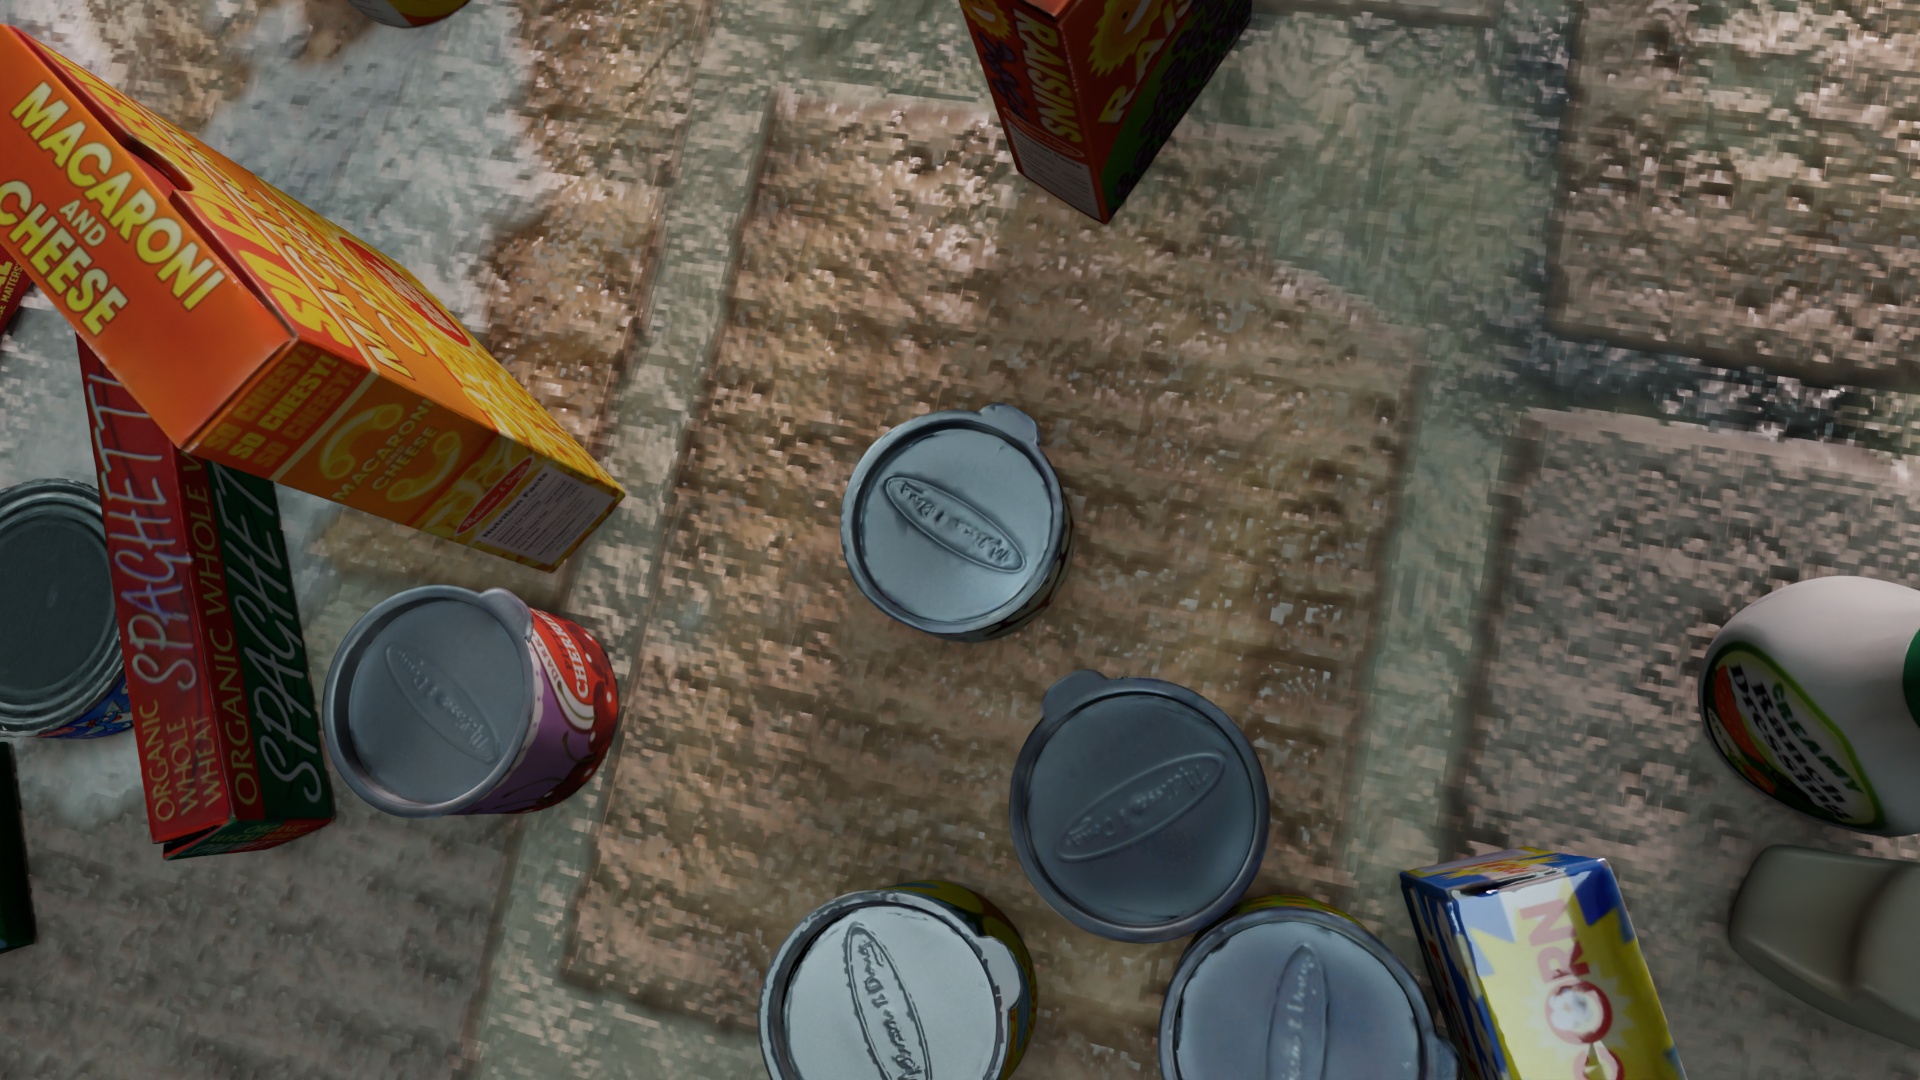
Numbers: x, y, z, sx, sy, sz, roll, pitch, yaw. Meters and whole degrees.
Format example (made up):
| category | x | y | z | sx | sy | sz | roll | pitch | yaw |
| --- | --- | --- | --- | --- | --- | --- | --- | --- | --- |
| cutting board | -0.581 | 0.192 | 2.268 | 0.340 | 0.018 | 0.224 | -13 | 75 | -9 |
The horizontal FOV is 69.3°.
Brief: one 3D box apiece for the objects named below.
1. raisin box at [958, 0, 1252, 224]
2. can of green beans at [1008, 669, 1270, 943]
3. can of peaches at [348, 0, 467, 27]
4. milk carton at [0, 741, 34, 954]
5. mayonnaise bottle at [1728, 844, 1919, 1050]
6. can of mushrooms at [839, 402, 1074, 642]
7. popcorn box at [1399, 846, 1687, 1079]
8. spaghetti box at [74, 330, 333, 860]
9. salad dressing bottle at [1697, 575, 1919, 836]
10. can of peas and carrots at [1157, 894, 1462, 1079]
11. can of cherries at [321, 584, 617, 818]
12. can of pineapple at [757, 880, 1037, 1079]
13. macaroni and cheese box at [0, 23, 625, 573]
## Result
| category | x | y | z | sx | sy | sz | roll | pitch | yaw |
| --- | --- | --- | --- | --- | --- | --- | --- | --- | --- |
| raisin box | 0.045 | -0.154 | 0.390 | 0.040 | 0.123 | 0.086 | 35 | 88 | 15 |
| can of green beans | 0.050 | 0.073 | 0.378 | 0.071 | 0.057 | 0.071 | -2 | 79 | 11 |
| can of peaches | -0.203 | -0.225 | 0.486 | 0.071 | 0.058 | 0.071 | -2 | 79 | 11 |
| milk carton | -0.370 | 0.096 | 0.385 | 0.072 | 0.190 | 0.073 | -19 | 76 | 7 |
| mayonnaise bottle | 0.219 | 0.092 | 0.294 | 0.065 | 0.148 | 0.041 | 24 | 85 | 14 |
| can of mushrooms | 0.001 | -0.005 | 0.415 | 0.071 | 0.033 | 0.071 | -2 | 79 | 11 |
| popcorn box | 0.147 | 0.140 | 0.331 | 0.038 | 0.085 | 0.127 | -16 | 76 | 8 |
| spaghetti box | -0.256 | -0.021 | 0.460 | 0.028 | 0.050 | 0.250 | -19 | 76 | 7 |
| salad dressing bottle | 0.211 | 0.034 | 0.308 | 0.044 | 0.147 | 0.064 | -30 | 75 | 4 |
| can of peas and carrots | 0.088 | 0.127 | 0.359 | 0.071 | 0.058 | 0.071 | -2 | 79 | 11 |
| can of cherries | -0.143 | 0.048 | 0.420 | 0.071 | 0.058 | 0.071 | -2 | 79 | 11 |
| can of pineapple | -0.013 | 0.127 | 0.379 | 0.071 | 0.058 | 0.071 | -2 | 79 | 11 |
| macaroni and cheese box | -0.180 | -0.058 | 0.392 | 0.124 | 0.166 | 0.040 | 43 | 90 | 15 |
